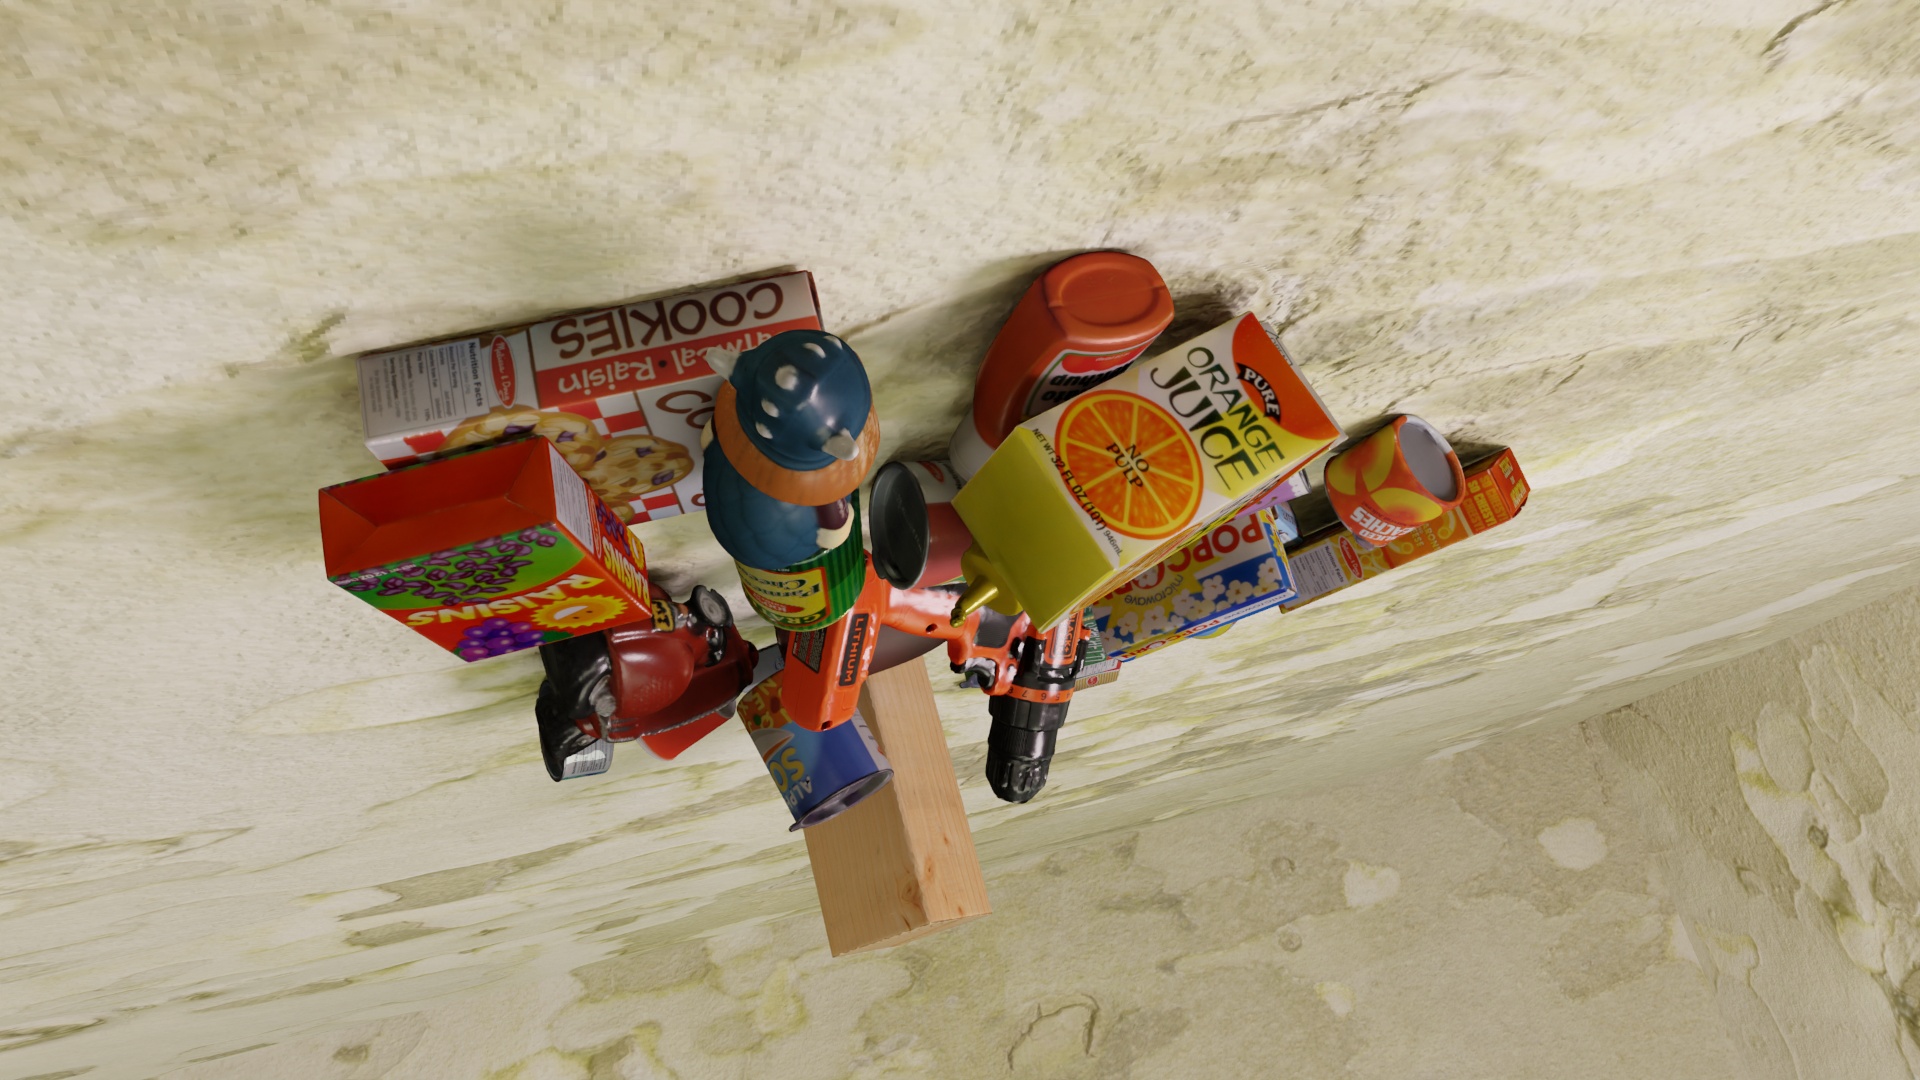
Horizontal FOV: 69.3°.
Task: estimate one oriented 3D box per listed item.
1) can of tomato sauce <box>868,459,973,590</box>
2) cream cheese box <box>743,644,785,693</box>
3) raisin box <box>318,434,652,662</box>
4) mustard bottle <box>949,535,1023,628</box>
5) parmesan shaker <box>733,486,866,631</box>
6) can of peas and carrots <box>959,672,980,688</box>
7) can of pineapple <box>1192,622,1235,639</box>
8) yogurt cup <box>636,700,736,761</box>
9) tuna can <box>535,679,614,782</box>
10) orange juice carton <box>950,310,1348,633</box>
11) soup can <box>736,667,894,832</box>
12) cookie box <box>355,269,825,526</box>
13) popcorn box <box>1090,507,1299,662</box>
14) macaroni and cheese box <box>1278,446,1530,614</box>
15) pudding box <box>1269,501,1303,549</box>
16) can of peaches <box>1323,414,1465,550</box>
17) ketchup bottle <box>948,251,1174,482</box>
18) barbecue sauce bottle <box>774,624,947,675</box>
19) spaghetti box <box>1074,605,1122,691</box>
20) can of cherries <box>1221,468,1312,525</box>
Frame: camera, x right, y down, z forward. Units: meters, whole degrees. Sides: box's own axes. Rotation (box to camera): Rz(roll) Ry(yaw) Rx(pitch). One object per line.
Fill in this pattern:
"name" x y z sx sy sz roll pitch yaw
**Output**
"can of tomato sauce" 0.003 -0.009 0.730 0.083 0.071 0.071 -5 158 -30
"cream cheese box" -0.102 0.083 0.973 0.103 0.024 0.053 -22 160 16
"raisin box" -0.182 0.007 0.550 0.086 0.040 0.123 -15 160 0
"mustard bottle" 0.046 -0.008 0.683 0.161 0.065 0.048 -40 178 -28
"parmesan shaker" -0.084 -0.002 0.688 0.071 0.071 0.102 -14 160 -7
"can of peas and carrots" 0.026 0.067 0.978 0.071 0.059 0.070 -14 161 -5
"can of pineapple" 0.166 0.035 0.989 0.071 0.071 0.058 -25 160 24
"yogurt cup" -0.183 0.103 0.906 0.054 0.072 0.072 -28 159 9
"tuna can" -0.250 0.120 0.899 0.033 0.071 0.070 -5 158 -31
"orange juice carton" 0.097 -0.040 0.621 0.193 0.072 0.072 -28 170 -33
"soup can" -0.092 0.124 0.846 0.071 0.084 0.071 -29 163 -10
"cookie box" -0.134 -0.047 0.557 0.168 0.040 0.122 -12 160 -7
"popcorn box" 0.142 0.017 0.889 0.126 0.085 0.038 -24 158 22
"macaroni and cheese box" 0.306 -0.007 0.971 0.166 0.040 0.124 -26 177 29
"pudding box" 0.198 -0.011 0.941 0.049 0.030 0.083 -22 160 20
"can of peaches" 0.272 -0.036 0.869 0.071 0.071 0.057 1 154 -40
"ketchup bottle" 0.035 -0.071 0.621 0.065 0.043 0.148 -14 163 -26
"barbecue sauce bottle" -0.042 0.053 0.902 0.148 0.044 0.064 -17 136 -1
"spaghetti box" 0.109 0.081 1.130 0.050 0.029 0.249 -15 161 -3
"can of cherries" 0.149 -0.048 0.746 0.058 0.071 0.071 -21 160 17
